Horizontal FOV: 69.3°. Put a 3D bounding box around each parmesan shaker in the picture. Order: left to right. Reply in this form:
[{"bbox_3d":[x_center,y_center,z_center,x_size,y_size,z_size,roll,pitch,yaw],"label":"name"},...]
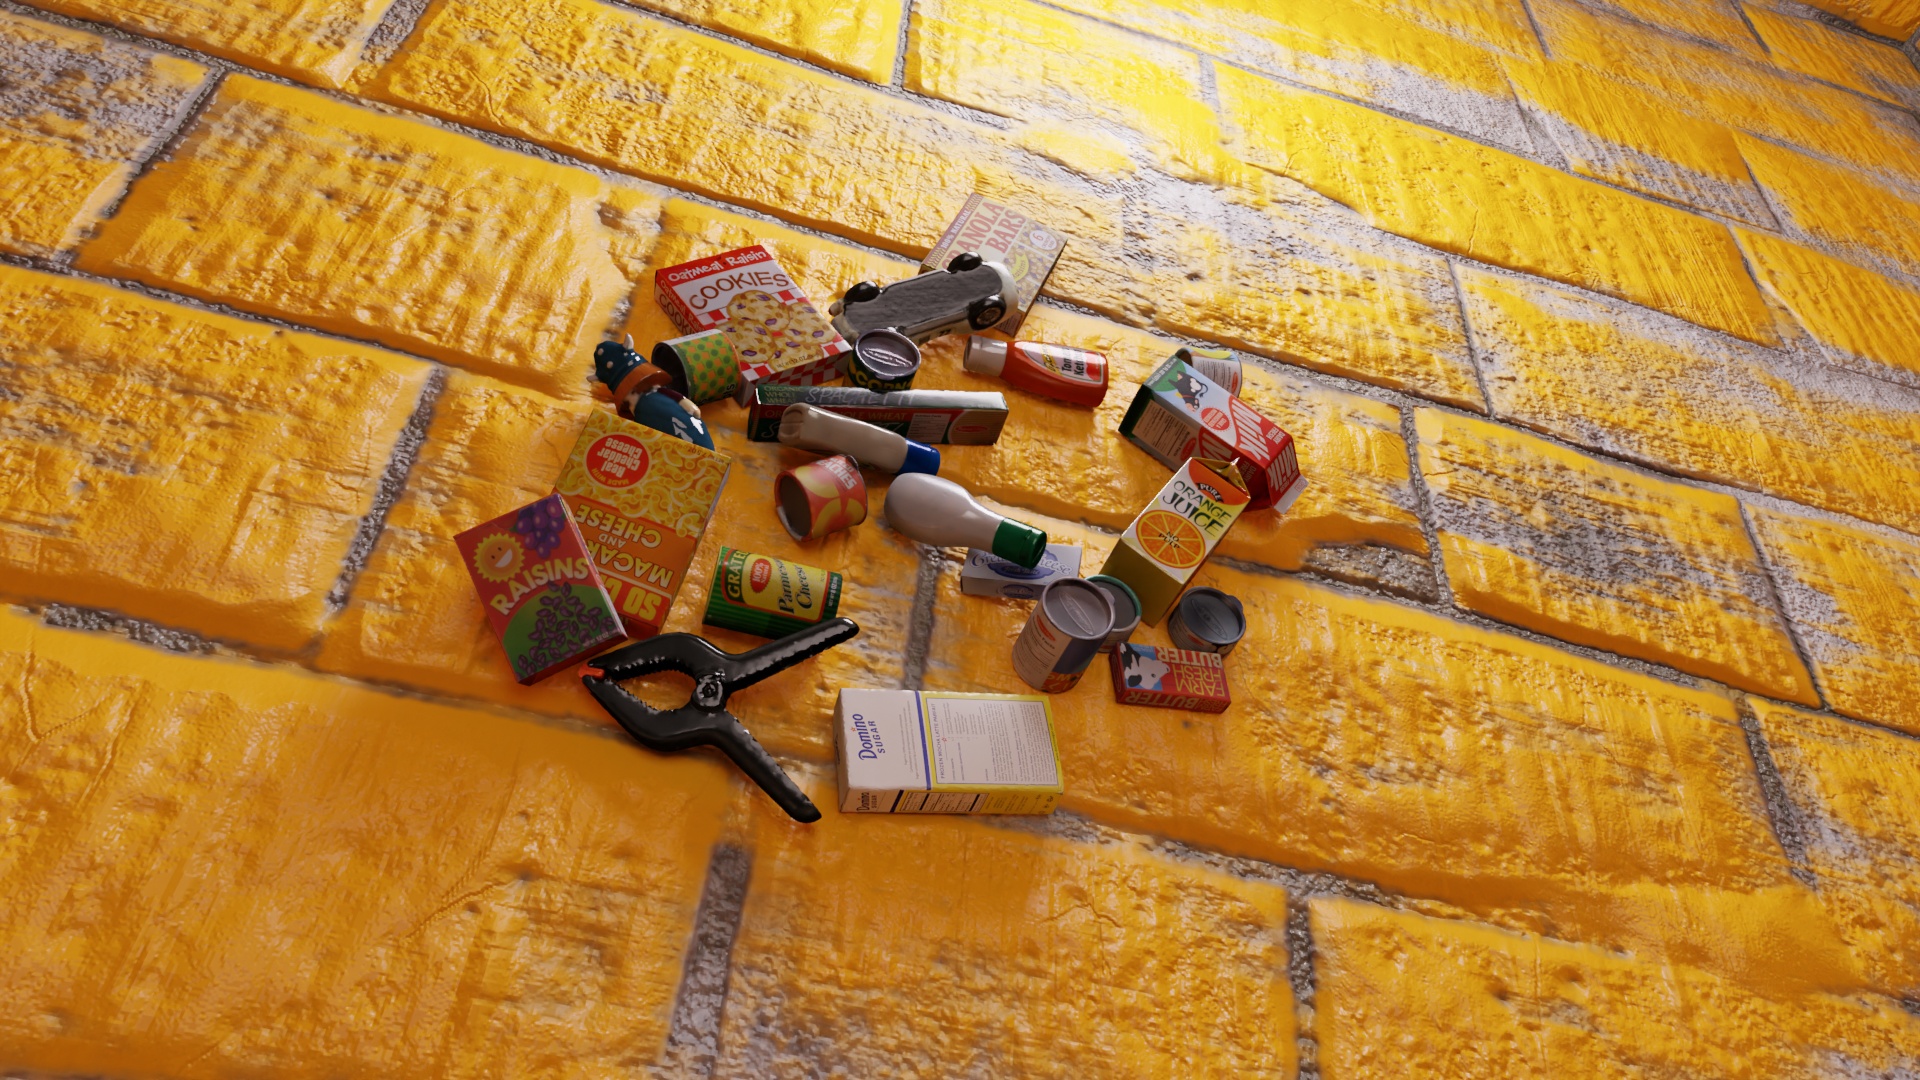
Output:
[{"bbox_3d":[-0.154,0.045,1.140,0.103,0.071,0.072,13,47,-10],"label":"parmesan shaker"}]

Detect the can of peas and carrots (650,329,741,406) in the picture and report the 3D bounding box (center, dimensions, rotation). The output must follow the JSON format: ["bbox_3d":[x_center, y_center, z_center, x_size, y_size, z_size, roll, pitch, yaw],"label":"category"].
[{"bbox_3d":[-0.243,-0.155,1.282,0.059,0.070,0.071,-22,61,-35],"label":"can of peas and carrots"}]

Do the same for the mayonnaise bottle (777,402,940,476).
[{"bbox_3d":[-0.089,-0.087,1.274,0.148,0.064,0.041,16,85,-29],"label":"mayonnaise bottle"}]

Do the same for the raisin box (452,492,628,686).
[{"bbox_3d":[-0.319,0.037,1.057,0.086,0.040,0.123,-25,81,-8],"label":"raisin box"}]

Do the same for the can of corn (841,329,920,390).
[{"bbox_3d":[-0.078,-0.161,1.354,0.071,0.058,0.071,11,48,-12],"label":"can of corn"}]

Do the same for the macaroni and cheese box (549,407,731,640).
[{"bbox_3d":[-0.275,-0.014,1.136,0.124,0.040,0.167,20,61,-4],"label":"macaroni and cheese box"}]

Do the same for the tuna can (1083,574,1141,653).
[{"bbox_3d":[0.127,0.064,1.255,0.071,0.032,0.071,11,48,-12],"label":"tuna can"}]

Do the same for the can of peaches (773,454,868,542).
[{"bbox_3d":[-0.123,-0.039,1.222,0.058,0.070,0.071,-20,60,-32],"label":"can of peaches"}]

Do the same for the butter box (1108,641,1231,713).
[{"bbox_3d":[0.186,0.122,1.233,0.103,0.024,0.053,8,48,-15],"label":"butter box"}]

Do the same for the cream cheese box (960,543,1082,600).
[{"bbox_3d":[0.055,0.026,1.245,0.104,0.024,0.054,5,45,9],"label":"cream cheese box"}]

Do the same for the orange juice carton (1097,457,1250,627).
[{"bbox_3d":[0.212,-0.011,1.326,0.073,0.071,0.194,36,48,11],"label":"orange juice carton"}]

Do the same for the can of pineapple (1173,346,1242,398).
[{"bbox_3d":[0.261,-0.173,1.492,0.058,0.070,0.071,4,50,-18],"label":"can of pineapple"}]

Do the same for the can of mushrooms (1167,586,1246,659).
[{"bbox_3d":[0.229,0.077,1.283,0.071,0.033,0.071,11,48,-12],"label":"can of mushrooms"}]

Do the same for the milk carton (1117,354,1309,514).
[{"bbox_3d":[0.266,-0.098,1.422,0.191,0.073,0.073,37,48,12],"label":"milk carton"}]

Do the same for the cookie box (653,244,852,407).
[{"bbox_3d":[-0.205,-0.215,1.364,0.123,0.040,0.168,-23,62,-35],"label":"cookie box"}]

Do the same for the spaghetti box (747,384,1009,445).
[{"bbox_3d":[-0.078,-0.119,1.323,0.250,0.049,0.029,0,50,-21],"label":"spaghetti box"}]

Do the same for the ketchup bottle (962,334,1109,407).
[{"bbox_3d":[0.078,-0.180,1.442,0.149,0.043,0.065,10,49,-12],"label":"ketchup bottle"}]

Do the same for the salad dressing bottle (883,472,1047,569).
[{"bbox_3d":[0.004,-0.016,1.242,0.148,0.043,0.064,21,56,21],"label":"salad dressing bottle"}]

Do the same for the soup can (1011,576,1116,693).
[{"bbox_3d":[0.090,0.081,1.191,0.071,0.083,0.072,11,48,-12],"label":"soup can"}]

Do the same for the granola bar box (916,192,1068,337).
[{"bbox_3d":[0.036,-0.309,1.540,0.124,0.038,0.166,26,46,2],"label":"granola bar box"}]
